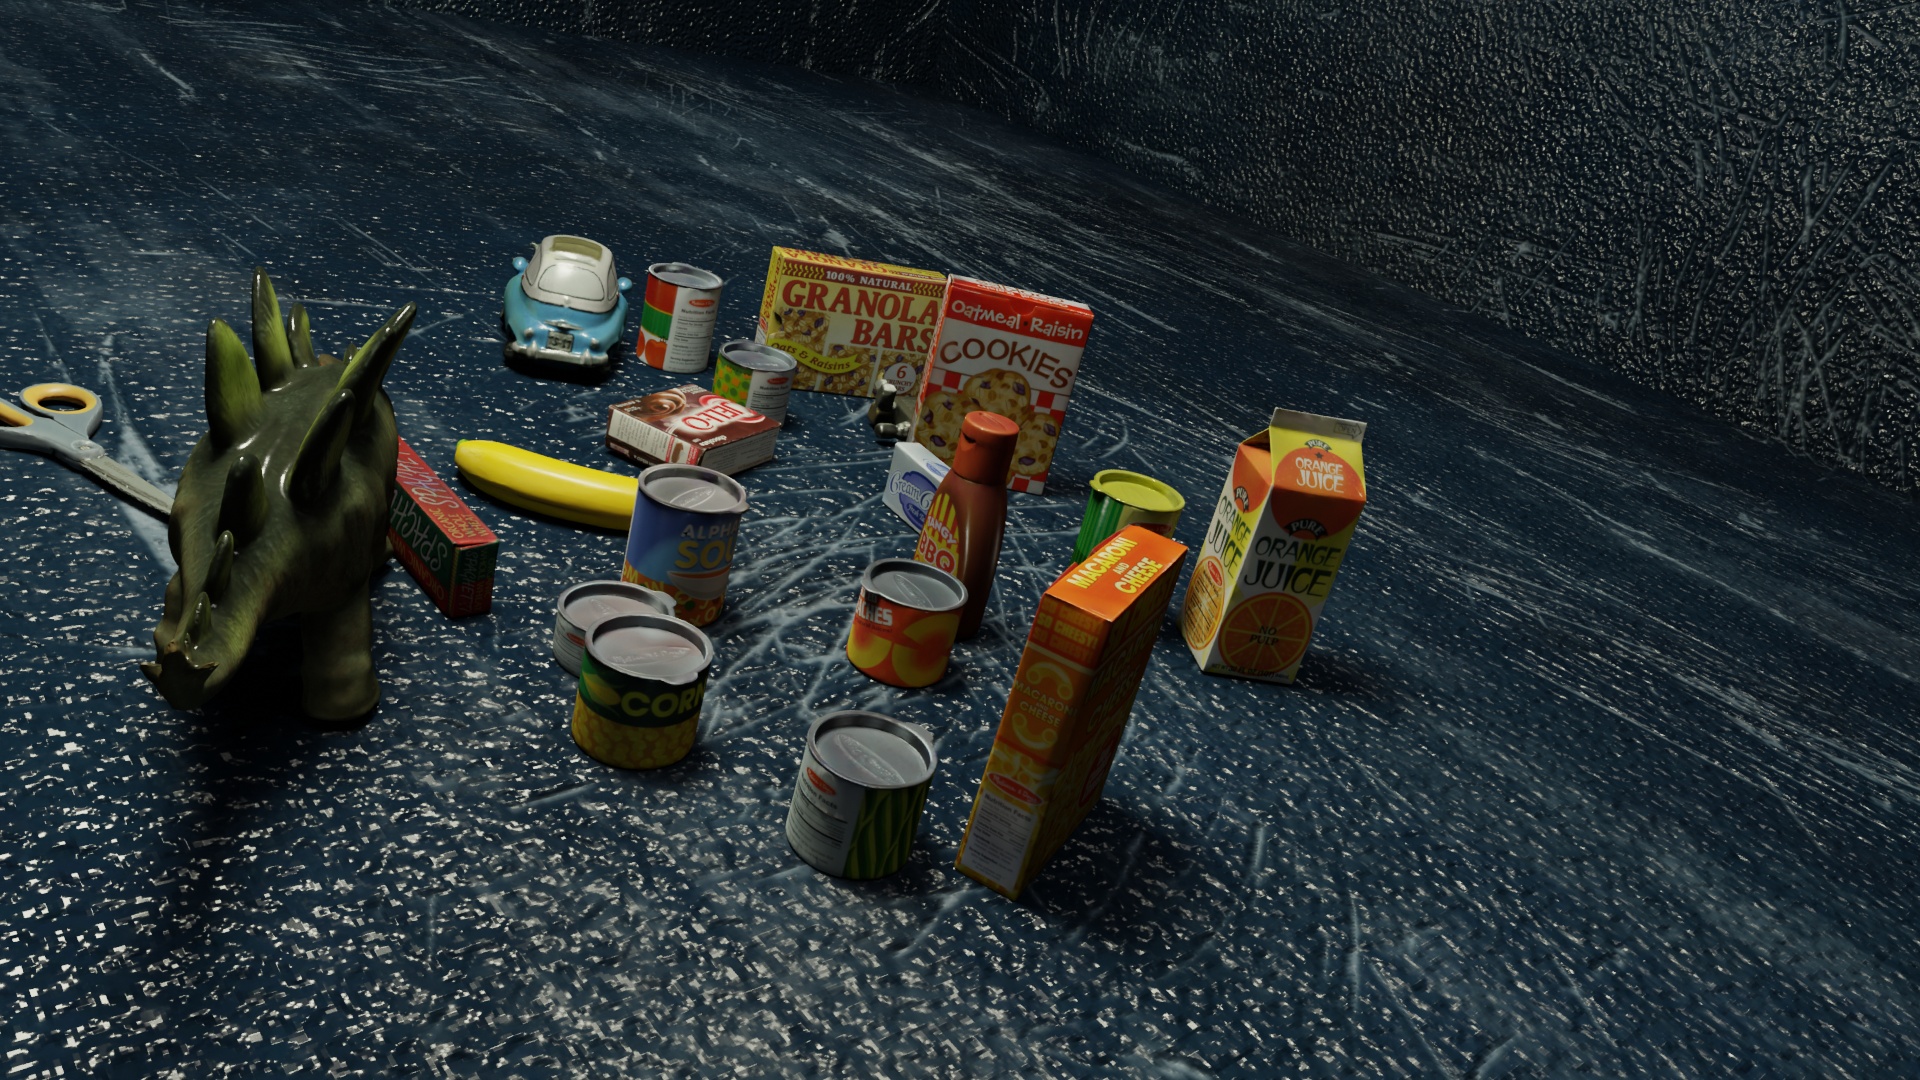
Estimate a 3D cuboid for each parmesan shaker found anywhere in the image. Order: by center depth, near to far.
[{"bbox_3d":[0.112,0.009,1.001,0.071,0.102,0.071,13,24,-6],"label":"parmesan shaker"}]

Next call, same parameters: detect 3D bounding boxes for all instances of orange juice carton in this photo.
[{"bbox_3d":[0.221,0.000,0.977,0.072,0.191,0.073,10,24,-14],"label":"orange juice carton"}]

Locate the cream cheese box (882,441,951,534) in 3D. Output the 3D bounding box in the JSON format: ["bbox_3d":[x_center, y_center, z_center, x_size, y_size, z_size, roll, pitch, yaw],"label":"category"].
[{"bbox_3d":[-0.021,-0.031,1.068,0.024,0.053,0.104,-3,30,-37],"label":"cream cheese box"}]

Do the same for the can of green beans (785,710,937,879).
[{"bbox_3d":[-0.050,0.128,0.700,0.071,0.057,0.071,13,24,-6],"label":"can of green beans"}]

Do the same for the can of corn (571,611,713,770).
[{"bbox_3d":[-0.167,0.080,0.732,0.071,0.058,0.071,13,24,-6],"label":"can of corn"}]

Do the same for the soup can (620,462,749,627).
[{"bbox_3d":[-0.171,0.005,0.862,0.071,0.083,0.071,13,24,-6],"label":"soup can"}]

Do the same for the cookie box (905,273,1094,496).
[{"bbox_3d":[0.031,-0.130,1.173,0.123,0.166,0.040,11,24,-11],"label":"cookie box"}]

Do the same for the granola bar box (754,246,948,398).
[{"bbox_3d":[-0.103,-0.199,1.296,0.166,0.123,0.039,4,26,-24],"label":"granola bar box"}]

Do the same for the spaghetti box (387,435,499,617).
[{"bbox_3d":[-0.359,-0.034,0.873,0.029,0.050,0.250,-9,33,-43],"label":"spaghetti box"}]

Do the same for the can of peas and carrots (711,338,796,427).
[{"bbox_3d":[-0.179,-0.132,1.186,0.071,0.058,0.071,13,24,-6],"label":"can of peas and carrots"}]

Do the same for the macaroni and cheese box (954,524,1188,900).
[{"bbox_3d":[0.058,0.086,0.723,0.040,0.165,0.124,24,25,18],"label":"macaroni and cheese box"}]

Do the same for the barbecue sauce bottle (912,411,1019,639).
[{"bbox_3d":[0.003,-0.012,0.923,0.044,0.147,0.065,-3,29,-36],"label":"barbecue sauce bottle"}]

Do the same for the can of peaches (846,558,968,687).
[{"bbox_3d":[-0.036,0.052,0.873,0.071,0.057,0.071,13,24,-6],"label":"can of peaches"}]

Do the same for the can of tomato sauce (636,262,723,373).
[{"bbox_3d":[-0.256,-0.202,1.262,0.071,0.082,0.071,13,24,-6],"label":"can of tomato sauce"}]

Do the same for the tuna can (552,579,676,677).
[{"bbox_3d":[-0.199,0.052,0.804,0.071,0.032,0.071,13,24,-6],"label":"tuna can"}]
